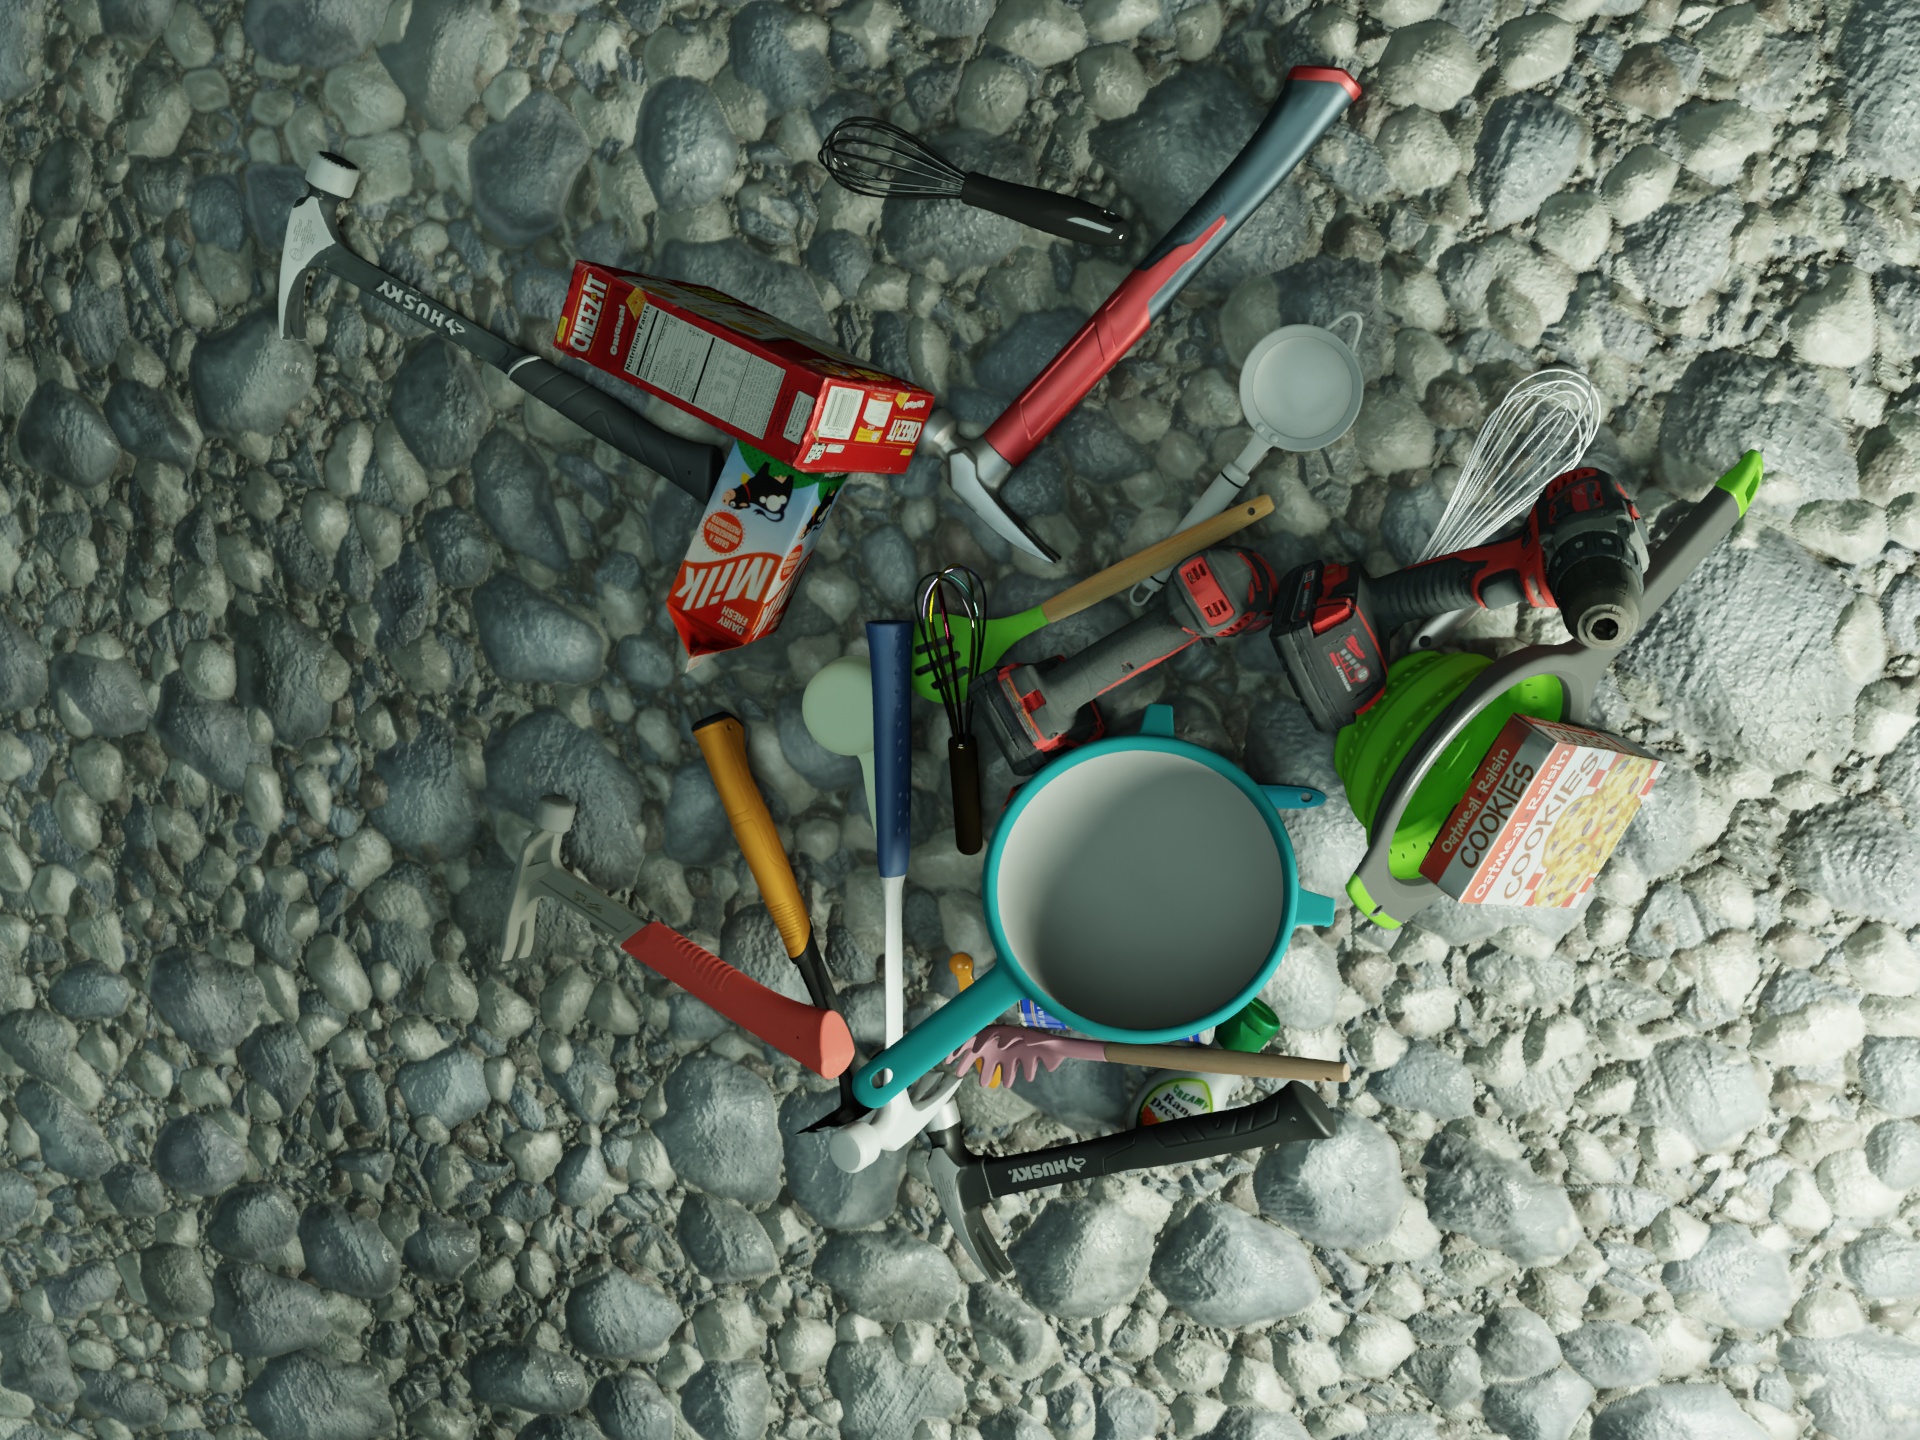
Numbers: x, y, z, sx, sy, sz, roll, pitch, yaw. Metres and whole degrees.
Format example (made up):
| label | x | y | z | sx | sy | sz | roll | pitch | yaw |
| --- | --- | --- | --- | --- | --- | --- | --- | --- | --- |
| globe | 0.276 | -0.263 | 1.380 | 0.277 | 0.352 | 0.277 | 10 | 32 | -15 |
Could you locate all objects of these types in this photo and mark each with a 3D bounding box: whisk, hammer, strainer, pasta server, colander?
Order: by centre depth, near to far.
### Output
| label | x | y | z | sx | sy | sz | roll | pitch | yaw |
| --- | --- | --- | --- | --- | --- | --- | --- | --- | --- |
| colander | 0.377 | -0.041 | 1.079 | 0.397 | 0.204 | 0.095 | -49 | 52 | 3 |
| strainer | 0.074 | 0.160 | 1.097 | 0.340 | 0.095 | 0.211 | -37 | 70 | -3 |
| whisk | 0.335 | -0.120 | 1.098 | 0.070 | 0.070 | 0.284 | 37 | 113 | 4 |
| whisk | 0.008 | -0.373 | 1.115 | 0.239 | 0.055 | 0.055 | 22 | 106 | 14 |
| hammer | 0.140 | -0.287 | 1.116 | 0.143 | 0.038 | 0.386 | 45 | 108 | 0 |
| strainer | 0.199 | -0.181 | 1.124 | 0.087 | 0.050 | 0.258 | 42 | 114 | 10 |
| whisk | -0.004 | -0.003 | 1.183 | 0.051 | 0.047 | 0.244 | 1 | 120 | 9 |
| pasta server | 0.133 | 0.257 | 1.190 | 0.316 | 0.040 | 0.060 | -2 | 142 | 31 |
| hammer | -0.049 | 0.126 | 1.210 | 0.035 | 0.144 | 0.405 | 5 | 99 | 31 |
| hammer | 0.125 | 0.334 | 1.211 | 0.335 | 0.035 | 0.146 | -20 | 83 | 28 |
| hammer | -0.229 | 0.192 | 1.247 | 0.359 | 0.036 | 0.149 | 25 | 105 | 32 |
| hammer | -0.361 | -0.282 | 1.247 | 0.409 | 0.036 | 0.149 | 31 | 109 | 6 |
| hammer | -0.140 | 0.154 | 1.252 | 0.034 | 0.127 | 0.337 | -22 | 90 | 31 |

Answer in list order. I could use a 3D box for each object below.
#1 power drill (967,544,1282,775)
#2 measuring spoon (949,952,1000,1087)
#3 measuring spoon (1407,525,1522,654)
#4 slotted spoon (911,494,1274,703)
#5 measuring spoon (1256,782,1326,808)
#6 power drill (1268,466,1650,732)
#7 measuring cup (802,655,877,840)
| label | x | y | z | sx | sy | sz | roll | pitch | yaw |
| --- | --- | --- | --- | --- | --- | --- | --- | --- | --- |
| power drill | 0.126 | -0.049 | 1.124 | 0.219 | 0.143 | 0.078 | -33 | 81 | 24 |
| measuring spoon | 0.012 | 0.243 | 1.277 | 0.021 | 0.011 | 0.117 | -12 | 99 | 16 |
| measuring spoon | 0.361 | -0.087 | 1.113 | 0.034 | 0.018 | 0.124 | 45 | 109 | 1 |
| slotted spoon | 0.084 | -0.091 | 1.161 | 0.314 | 0.031 | 0.070 | -25 | 94 | 23 |
| measuring spoon | 0.207 | 0.050 | 1.186 | 0.128 | 0.021 | 0.042 | 4 | 123 | 4 |
| power drill | 0.314 | -0.070 | 0.993 | 0.226 | 0.188 | 0.080 | -21 | 111 | 26 |
| measuring cup | -0.076 | 0.034 | 1.239 | 0.083 | 0.038 | 0.167 | -11 | 97 | 16 |
